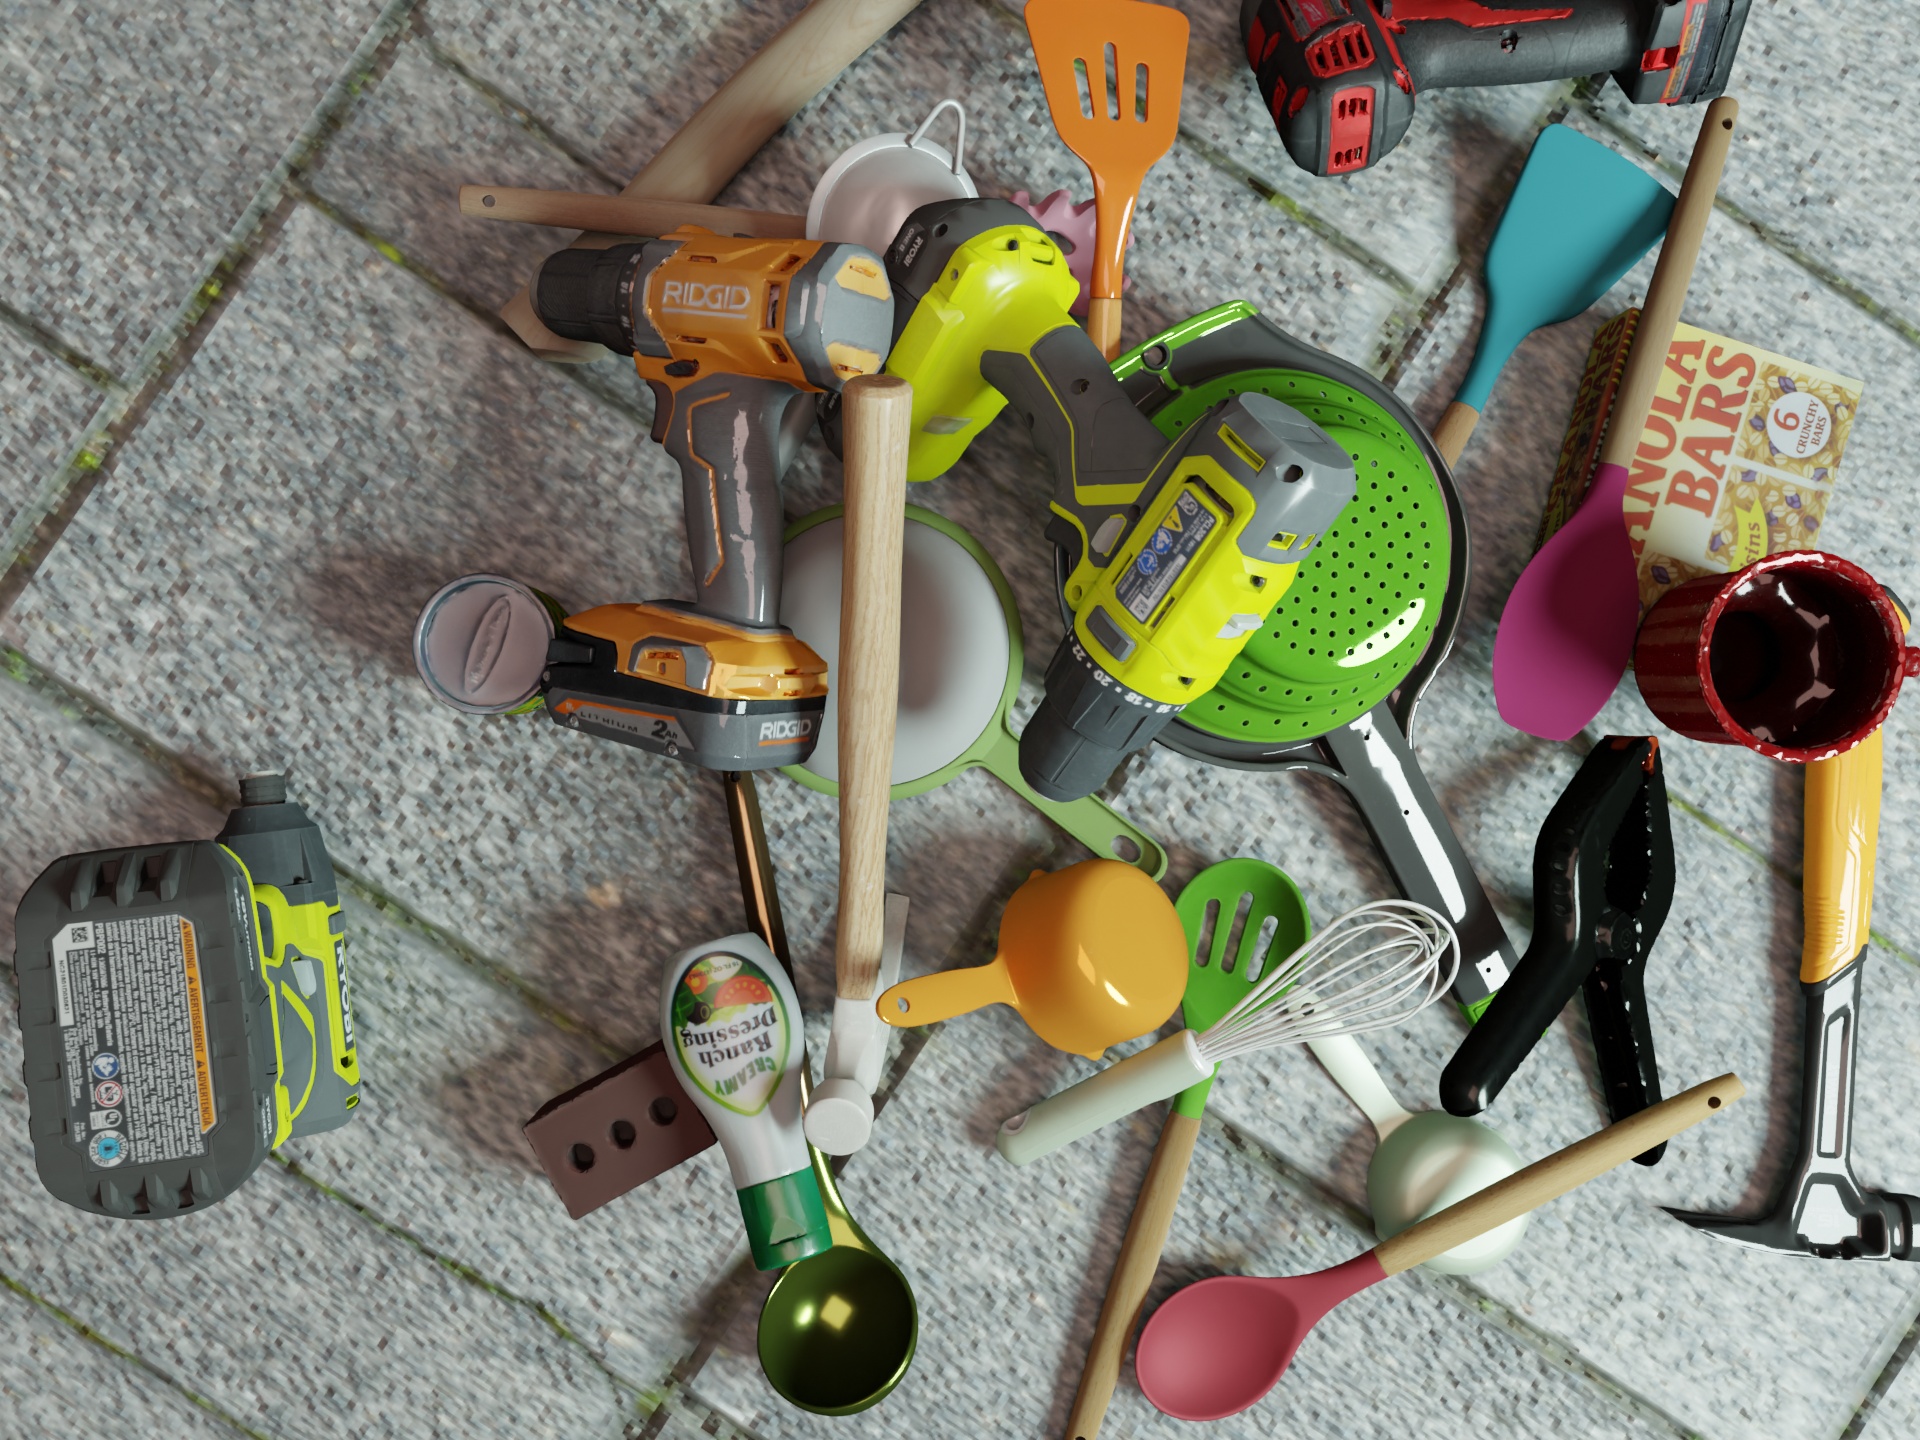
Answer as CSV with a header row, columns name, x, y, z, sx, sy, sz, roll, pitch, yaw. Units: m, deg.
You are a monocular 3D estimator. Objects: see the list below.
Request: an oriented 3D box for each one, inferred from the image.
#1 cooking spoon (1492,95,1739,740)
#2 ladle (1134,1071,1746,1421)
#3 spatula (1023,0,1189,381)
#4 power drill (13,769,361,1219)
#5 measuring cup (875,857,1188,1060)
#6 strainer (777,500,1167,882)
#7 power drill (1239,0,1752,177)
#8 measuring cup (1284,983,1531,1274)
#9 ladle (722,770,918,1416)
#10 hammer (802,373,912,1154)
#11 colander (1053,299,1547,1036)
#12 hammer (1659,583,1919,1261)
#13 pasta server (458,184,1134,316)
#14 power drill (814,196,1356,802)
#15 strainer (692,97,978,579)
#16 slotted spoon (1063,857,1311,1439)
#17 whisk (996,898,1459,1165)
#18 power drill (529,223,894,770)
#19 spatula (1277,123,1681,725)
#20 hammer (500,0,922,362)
name,x,y,z,sx,sy,sz,roll,pitch,yaw
cooking spoon,0.320,-0.145,0.762,0.068,0.017,0.319,18,89,-9
ladle,0.221,0.244,0.752,0.315,0.031,0.069,-32,96,13
spatula,0.066,-0.178,0.764,0.081,0.041,0.322,-1,104,-12
power drill,-0.312,0.108,0.676,0.080,0.223,0.171,-6,90,-9
measuring cup,0.038,0.111,0.720,0.052,0.173,0.095,-27,74,40
strainer,-0.001,-0.002,0.764,0.256,0.069,0.151,38,88,0
power drill,0.246,-0.340,0.760,0.219,0.078,0.143,-12,56,1
measuring cup,0.216,0.199,0.784,0.083,0.038,0.167,-38,93,-2
ladle,-0.082,0.170,0.768,0.078,0.062,0.320,-11,87,1
hammer,-0.041,0.016,0.693,0.031,0.130,0.331,5,113,3
colander,0.191,-0.004,0.734,0.204,0.094,0.397,-31,99,-6
hammer,0.430,0.099,0.795,0.127,0.034,0.337,4,89,-3
pasta server,-0.074,-0.232,0.756,0.316,0.040,0.060,2,101,-13
power drill,0.037,-0.096,0.685,0.229,0.080,0.190,51,124,27
strainer,-0.061,-0.168,0.750,0.086,0.050,0.258,21,113,-30
slotted spoon,0.102,0.218,0.787,0.070,0.031,0.314,18,91,6
whisk,0.119,0.153,0.748,0.246,0.058,0.059,-32,102,20
power drill,-0.130,-0.106,0.714,0.185,0.084,0.226,14,100,30
spatula,0.240,-0.134,0.787,0.082,0.044,0.317,29,90,-7
hammer,-0.077,-0.339,0.783,0.410,0.038,0.146,-45,89,-2
